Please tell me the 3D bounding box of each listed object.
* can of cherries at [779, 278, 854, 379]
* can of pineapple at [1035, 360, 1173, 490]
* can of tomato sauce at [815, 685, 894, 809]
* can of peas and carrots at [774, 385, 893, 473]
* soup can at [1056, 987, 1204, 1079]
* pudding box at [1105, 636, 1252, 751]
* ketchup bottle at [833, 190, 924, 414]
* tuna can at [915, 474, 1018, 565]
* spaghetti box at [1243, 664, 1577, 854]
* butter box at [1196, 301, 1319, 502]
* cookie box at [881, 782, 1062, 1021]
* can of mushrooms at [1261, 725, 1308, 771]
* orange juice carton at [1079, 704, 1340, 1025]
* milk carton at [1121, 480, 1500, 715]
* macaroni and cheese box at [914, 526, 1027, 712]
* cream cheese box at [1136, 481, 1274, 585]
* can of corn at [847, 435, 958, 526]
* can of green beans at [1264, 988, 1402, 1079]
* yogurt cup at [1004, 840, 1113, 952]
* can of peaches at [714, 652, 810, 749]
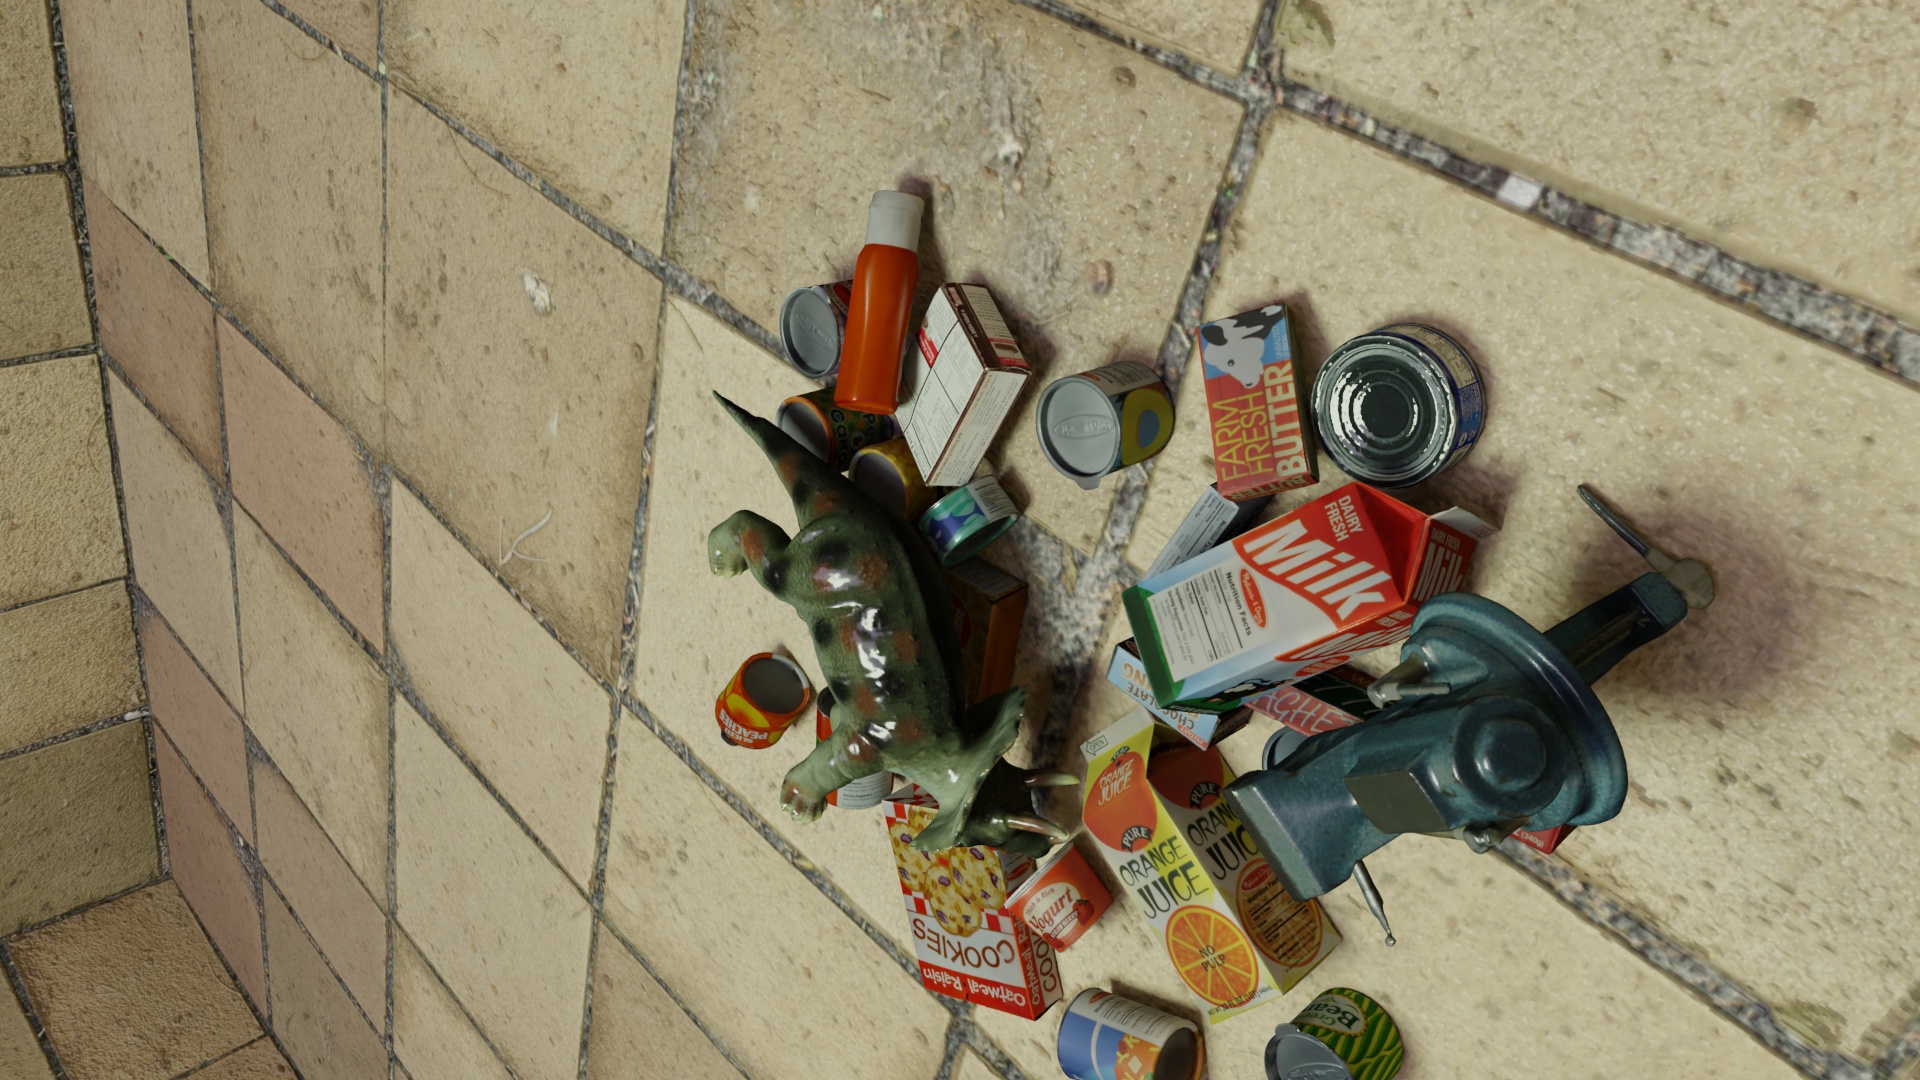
[{"bbox_3d":[-0.087,-0.156,1.009,0.071,0.058,0.071,18,117,41],"label":"can of cherries"},{"bbox_3d":[0.090,-0.073,0.862,0.071,0.058,0.070,19,118,40],"label":"can of pineapple"},{"bbox_3d":[-0.085,0.163,1.122,0.071,0.071,0.082,25,122,37],"label":"can of tomato sauce"},{"bbox_3d":[-0.096,-0.082,1.045,0.071,0.059,0.070,19,118,40],"label":"can of peas and carrots"},{"bbox_3d":[0.121,0.365,0.989,0.084,0.071,0.071,4,108,44],"label":"soup can"},{"bbox_3d":[0.140,0.091,0.880,0.084,0.050,0.030,36,126,30],"label":"pudding box"},{"bbox_3d":[-0.054,-0.162,0.951,0.064,0.043,0.148,-172,91,-77],"label":"ketchup bottle"},{"bbox_3d":[0.003,-0.012,0.964,0.033,0.071,0.070,57,136,13],"label":"tuna can"},{"bbox_3d":[0.229,0.101,0.793,0.250,0.050,0.028,25,121,37],"label":"spaghetti box"},{"bbox_3d":[0.165,-0.077,0.774,0.053,0.024,0.103,-12,74,28],"label":"butter box"},{"bbox_3d":[0.007,0.281,1.091,0.123,0.040,0.167,-2,103,45],"label":"cookie box"},{"bbox_3d":[0.218,0.138,0.831,0.071,0.033,0.070,18,116,40],"label":"can of mushrooms"},{"bbox_3d":[0.149,0.200,0.894,0.193,0.073,0.071,57,136,13],"label":"orange juice carton"},{"bbox_3d":[0.192,0.028,0.754,0.190,0.072,0.073,-29,65,30],"label":"milk carton"},{"bbox_3d":[-0.031,0.055,1.045,0.167,0.040,0.123,30,125,34],"label":"macaroni and cheese box"},{"bbox_3d":[0.147,0.001,0.836,0.024,0.053,0.103,47,133,20],"label":"cream cheese box"},{"bbox_3d":[-0.037,-0.042,1.001,0.071,0.058,0.071,19,118,40],"label":"can of corn"},{"bbox_3d":[0.233,0.323,0.867,0.071,0.058,0.071,19,118,40],"label":"can of green beans"},{"bbox_3d":[0.073,0.259,1.001,0.054,0.073,0.072,46,133,12],"label":"yogurt cup"},{"bbox_3d":[-0.171,0.139,1.195,0.071,0.071,0.057,54,134,16],"label":"can of peaches"}]
